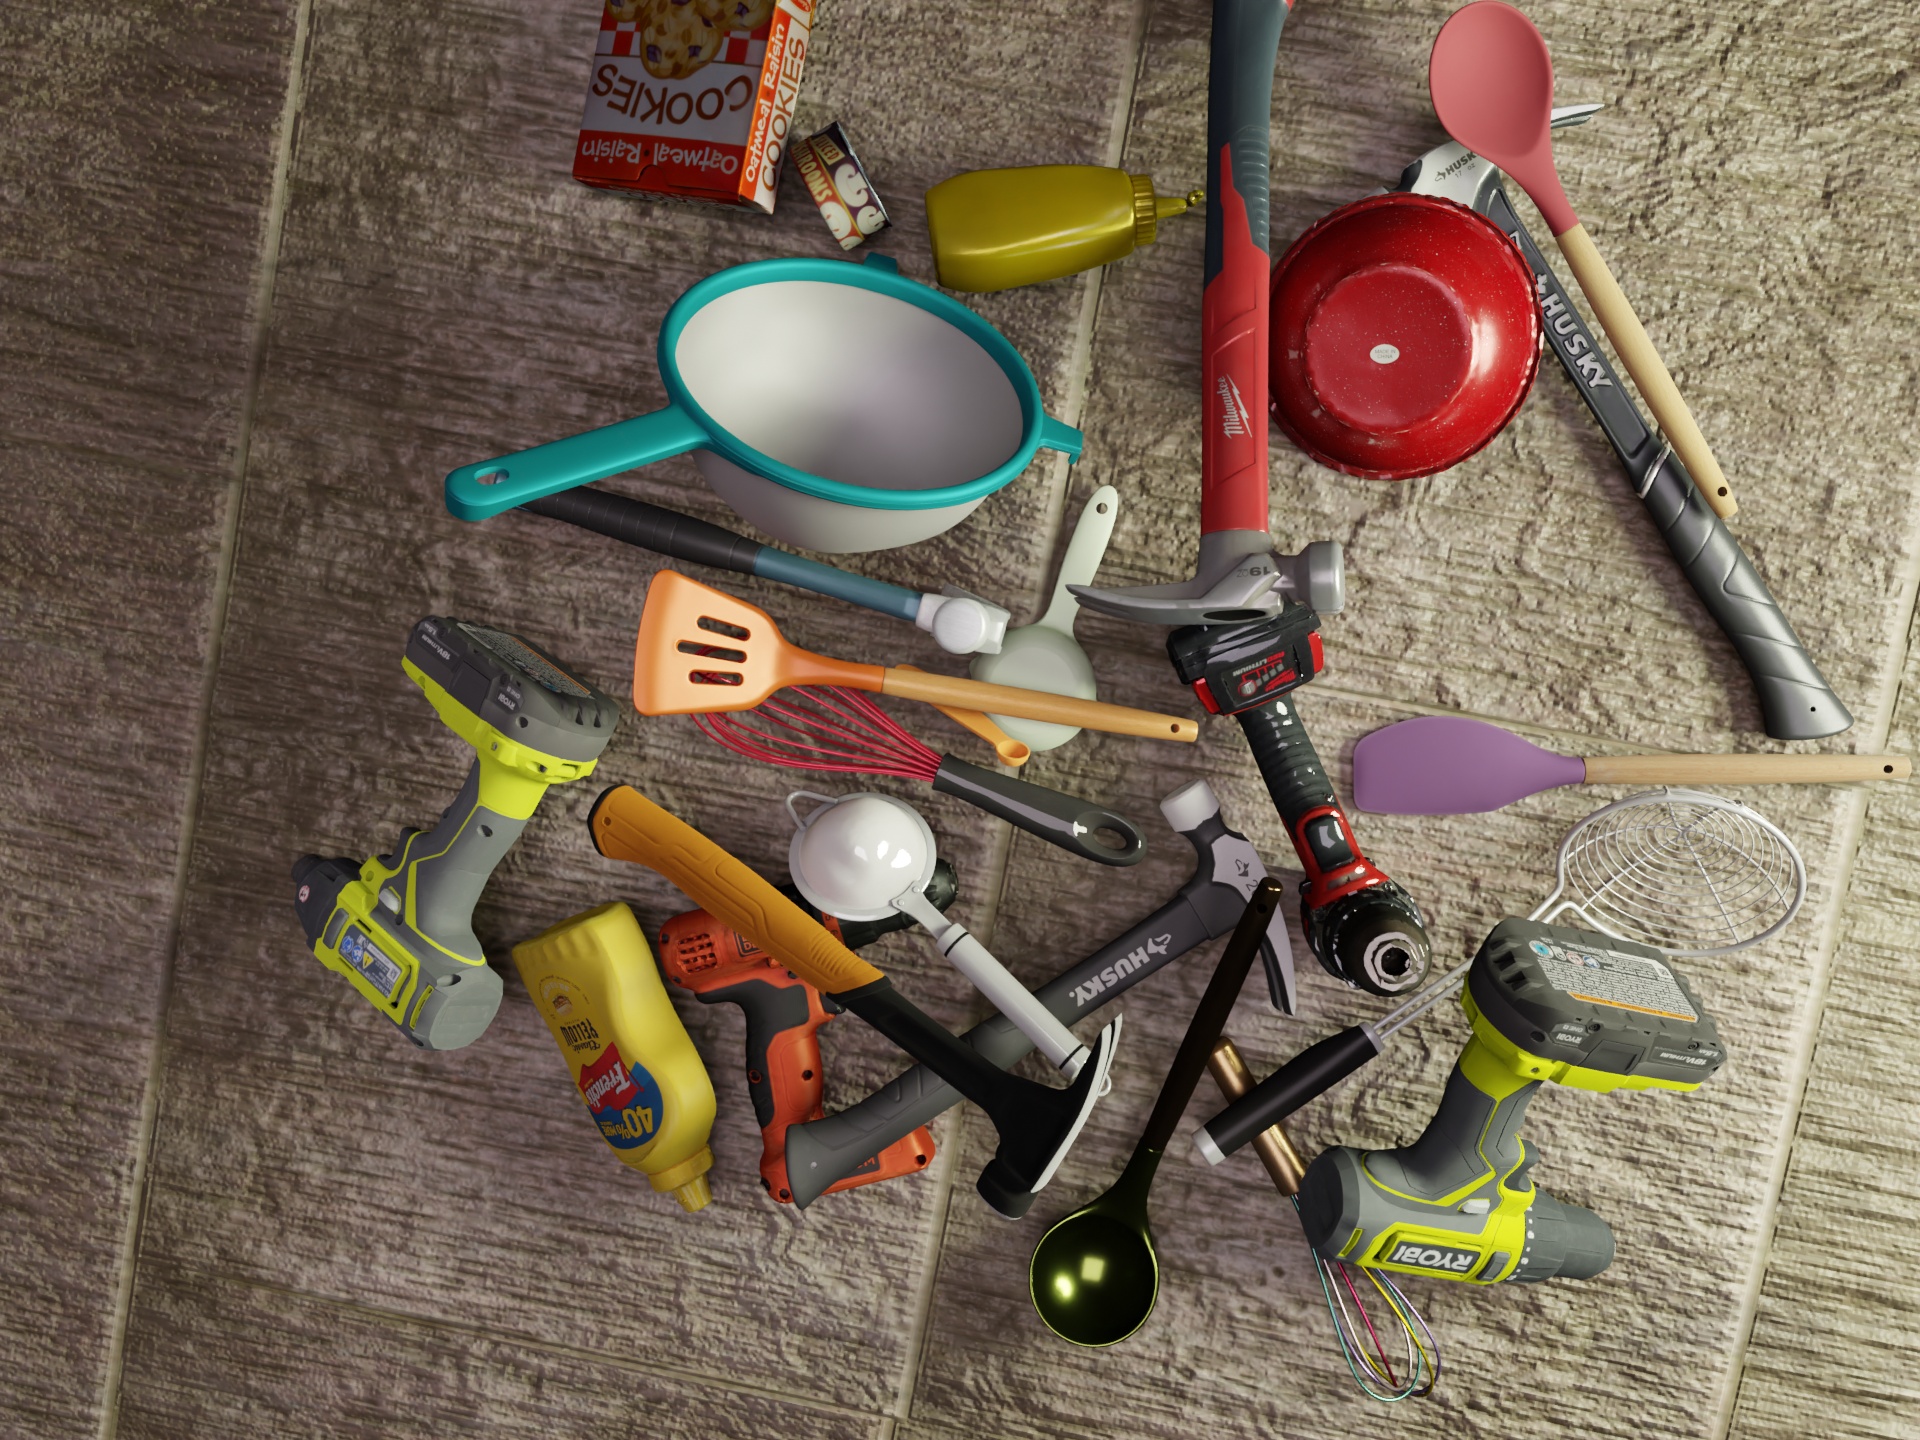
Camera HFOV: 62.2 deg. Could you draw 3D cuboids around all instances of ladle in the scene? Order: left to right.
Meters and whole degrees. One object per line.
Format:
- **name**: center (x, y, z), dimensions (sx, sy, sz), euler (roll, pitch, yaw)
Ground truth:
- **ladle**: center (0.117, 0.228, 0.908), dimensions (0.078, 0.062, 0.320), euler (23, 115, 8)
- **ladle**: center (0.350, -0.250, 0.881), dimensions (0.069, 0.031, 0.315), euler (-31, 94, 4)

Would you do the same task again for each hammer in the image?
- **hammer**: center (-0.128, -0.097, 0.926), dimensions (0.331, 0.128, 0.033), euler (18, 96, 12)
- **hammer**: center (-0.073, 0.130, 0.890), dimensions (0.337, 0.034, 0.127), euler (33, 108, 16)
- **hammer**: center (0.043, 0.182, 0.930), dimensions (0.335, 0.035, 0.146), euler (-32, 92, -7)
- **hammer**: center (0.136, -0.241, 0.871), dimensions (0.143, 0.038, 0.386), euler (-1, 76, 17)
- **hammer**: center (0.392, -0.163, 0.915), dimensions (0.149, 0.036, 0.409), euler (-33, 92, 5)

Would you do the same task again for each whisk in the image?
- **whisk**: center (-0.030, 0.022, 0.932), dimensions (0.296, 0.073, 0.073), euler (22, 96, 8)
- **whisk**: center (0.211, 0.302, 0.960), dimensions (0.051, 0.047, 0.245), euler (-30, 87, -6)

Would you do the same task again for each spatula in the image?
- **spatula**: center (-0.020, -0.019, 0.899), dimensions (0.322, 0.041, 0.081), euler (9, 88, -7)
- **spatula**: center (0.392, 0.027, 0.936), dimensions (0.316, 0.018, 0.060), euler (0, 96, 5)

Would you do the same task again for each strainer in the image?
- **strainer**: center (-0.114, -0.137, 0.848), dimensions (0.340, 0.095, 0.211), euler (-25, 60, -34)
- **strainer**: center (-0.009, 0.118, 0.906), dimensions (0.258, 0.050, 0.087), euler (43, 65, 16)

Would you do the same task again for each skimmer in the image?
- **skimmer**: center (0.297, 0.161, 0.904), dimensions (0.363, 0.090, 0.127), euler (-34, 116, 1)

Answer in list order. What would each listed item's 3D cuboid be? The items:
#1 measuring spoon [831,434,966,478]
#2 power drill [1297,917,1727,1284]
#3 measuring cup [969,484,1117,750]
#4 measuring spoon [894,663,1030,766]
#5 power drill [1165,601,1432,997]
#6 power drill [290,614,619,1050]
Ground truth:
- **measuring spoon**: center (-0.043, -0.157, 0.952), dimensions (0.128, 0.021, 0.042), euler (8, 95, 2)
- **power drill**: center (0.319, 0.229, 0.888), dimensions (0.190, 0.080, 0.228), euler (13, 121, -13)
- **measuring cup**: center (0.059, -0.060, 0.943), dimensions (0.083, 0.038, 0.167), euler (21, 97, 2)
- **measuring spoon**: center (-0.001, -0.003, 0.935), dimensions (0.117, 0.021, 0.011), euler (37, 132, 38)
- **power drill**: center (0.192, 0.043, 0.871), dimensions (0.080, 0.188, 0.227), euler (-23, 88, 6)
- **power drill**: center (-0.311, 0.058, 0.948), dimensions (0.171, 0.080, 0.223), euler (32, 98, 28)
